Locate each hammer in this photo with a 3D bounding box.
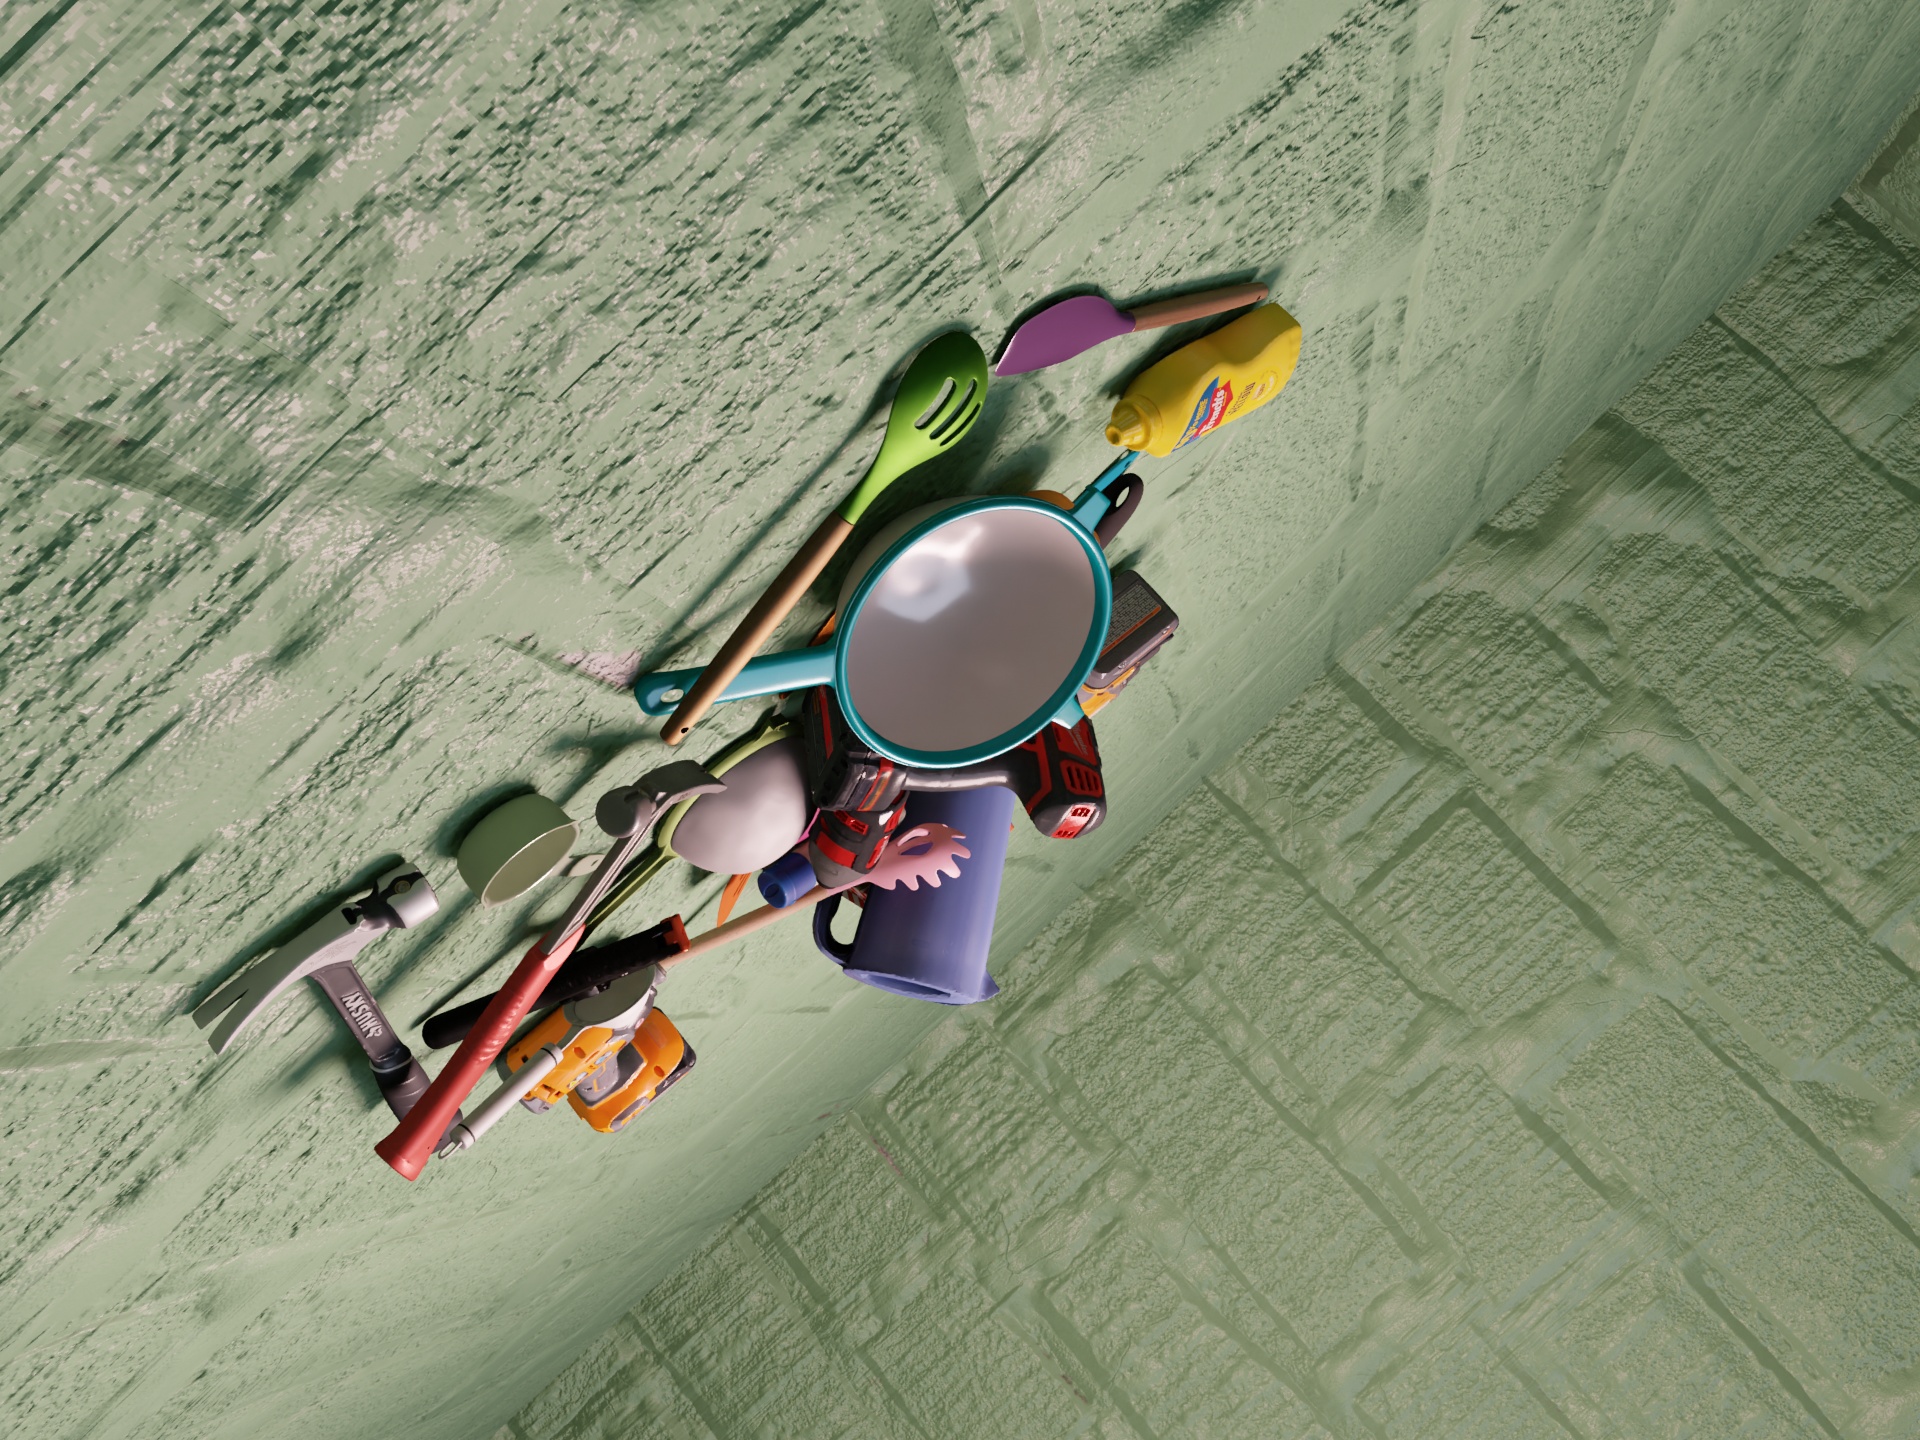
[{"bbox_3d":[-0.401,0.231,1.097,0.149,0.036,0.408,-34,159,-24],"label":"hammer"},{"bbox_3d":[-0.295,0.176,1.105,0.359,0.037,0.149,-53,173,13],"label":"hammer"}]

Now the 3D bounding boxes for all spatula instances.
[{"bbox_3d":[0.131,-0.282,1.103,0.316,0.018,0.059,-25,157,-46],"label":"spatula"},{"bbox_3d":[-0.105,0.071,1.446,0.322,0.041,0.081,-35,163,-28],"label":"spatula"}]

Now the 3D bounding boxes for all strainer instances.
[{"bbox_3d":[-0.200,0.109,1.252,0.256,0.069,0.151,-42,165,-6],"label":"strainer"},{"bbox_3d":[-0.064,-0.065,1.090,0.340,0.095,0.210,-12,127,-22],"label":"strainer"},{"bbox_3d":[-0.330,0.270,1.304,0.087,0.050,0.258,2,-148,38],"label":"strainer"}]

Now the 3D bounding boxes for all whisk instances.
[{"bbox_3d":[0.069,-0.095,1.396,0.295,0.073,0.073,-54,162,21],"label":"whisk"}]

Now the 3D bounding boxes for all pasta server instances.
[{"bbox_3d":[-0.142,0.167,1.455,0.316,0.060,0.040,-25,140,11],"label":"pasta server"}]

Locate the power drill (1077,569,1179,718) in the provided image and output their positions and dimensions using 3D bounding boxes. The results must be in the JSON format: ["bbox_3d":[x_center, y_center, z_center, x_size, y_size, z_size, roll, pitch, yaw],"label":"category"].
[{"bbox_3d":[0.156,-0.072,1.645,0.185,0.084,0.226,-38,169,-18],"label":"power drill"}]

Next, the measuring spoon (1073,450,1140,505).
[{"bbox_3d":[0.107,-0.176,1.327,0.128,0.021,0.042,-43,165,6],"label":"measuring spoon"}]

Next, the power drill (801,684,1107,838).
[{"bbox_3d":[-0.002,-0.004,1.224,0.226,0.188,0.080,7,141,-22],"label":"power drill"}]

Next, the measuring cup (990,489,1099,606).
[{"bbox_3d":[0.018,-0.116,1.210,0.173,0.095,0.052,-23,127,20],"label":"measuring cup"}]

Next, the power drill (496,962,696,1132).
[{"bbox_3d":[-0.319,0.300,1.471,0.164,0.084,0.226,-40,161,-10],"label":"power drill"}]

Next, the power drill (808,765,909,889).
[{"bbox_3d":[-0.050,0.044,1.316,0.220,0.078,0.143,-51,172,-44],"label":"power drill"}]

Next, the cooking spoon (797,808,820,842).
[{"bbox_3d":[-0.054,0.034,1.436,0.319,0.017,0.068,-34,157,-42],"label":"cooking spoon"}]

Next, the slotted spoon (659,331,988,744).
[{"bbox_3d":[-0.085,-0.104,0.972,0.313,0.031,0.070,-49,145,12],"label":"slotted spoon"}]

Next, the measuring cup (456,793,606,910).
[{"bbox_3d":[-0.278,0.084,1.057,0.083,0.038,0.167,-44,171,2],"label":"measuring cup"}]

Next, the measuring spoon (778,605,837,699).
[{"bbox_3d":[-0.102,-0.053,1.161,0.021,0.011,0.117,-22,155,-53],"label":"measuring spoon"}]
